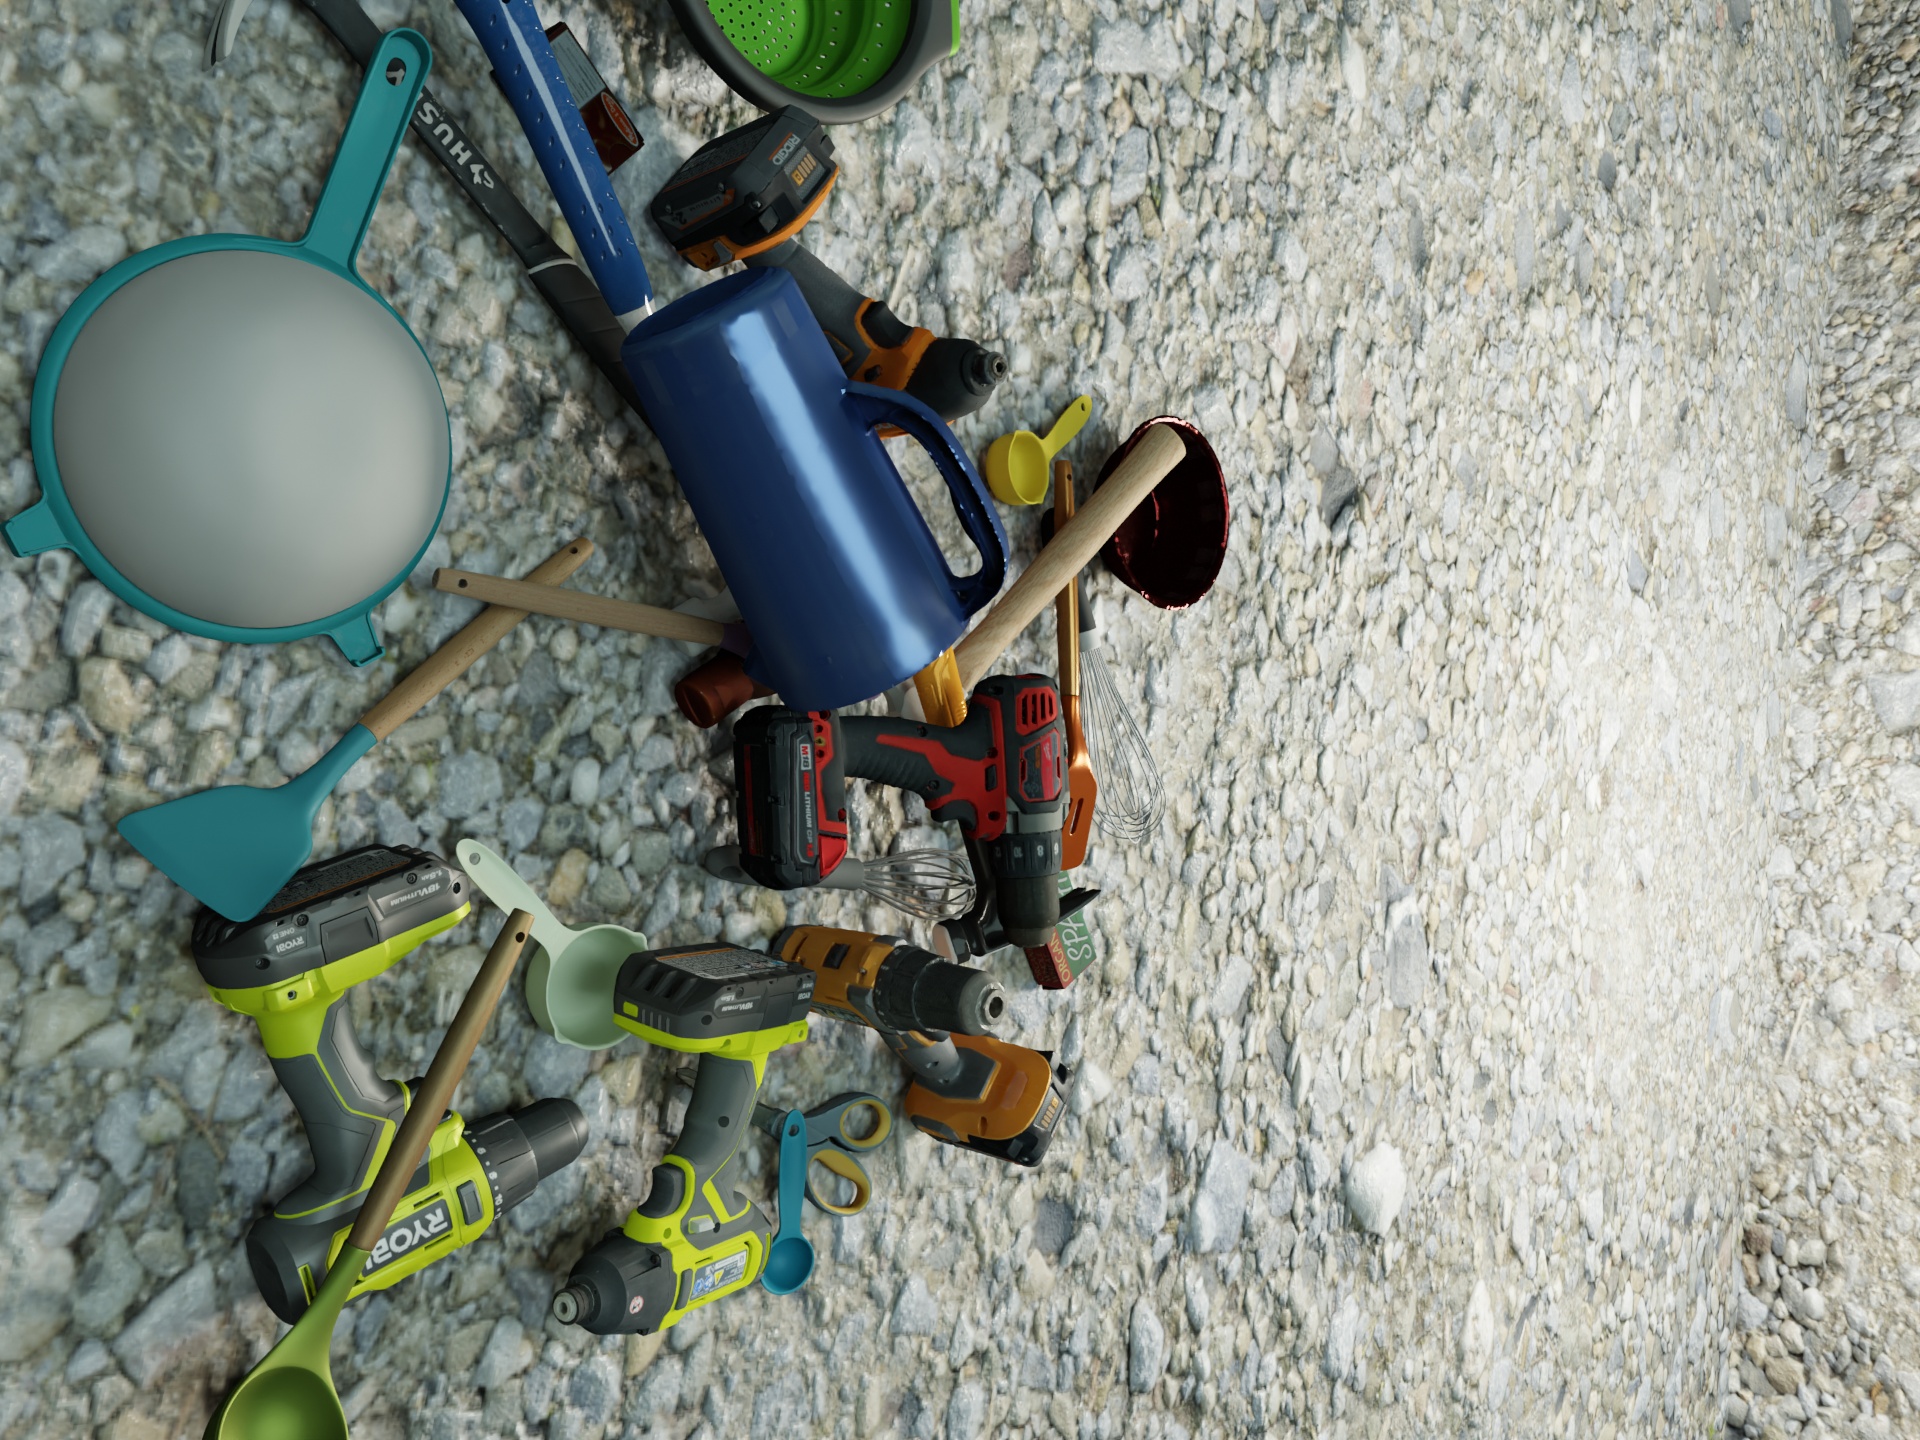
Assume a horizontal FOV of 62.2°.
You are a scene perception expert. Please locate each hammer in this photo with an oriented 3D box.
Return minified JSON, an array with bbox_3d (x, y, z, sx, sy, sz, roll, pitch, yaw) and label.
[{"bbox_3d":[-0.186,-0.240,0.949,0.144,0.035,0.405,-35,123,-21],"label":"hammer"},{"bbox_3d":[-0.002,-0.004,1.128,0.127,0.034,0.337,-19,97,-24],"label":"hammer"},{"bbox_3d":[0.066,-0.107,1.205,0.130,0.031,0.331,48,68,-16],"label":"hammer"},{"bbox_3d":[-0.257,-0.281,0.939,0.408,0.036,0.149,51,59,-33],"label":"hammer"}]

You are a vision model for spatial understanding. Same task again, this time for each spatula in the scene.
[{"bbox_3d":[0.078,-0.043,1.246,0.081,0.041,0.323,3,84,-44],"label":"spatula"},{"bbox_3d":[-0.310,-0.013,0.885,0.082,0.044,0.317,37,55,4],"label":"spatula"},{"bbox_3d":[-0.172,-0.060,0.989,0.315,0.018,0.060,9,91,-38],"label":"spatula"}]

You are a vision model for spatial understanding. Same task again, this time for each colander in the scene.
[{"bbox_3d":[-0.183,-0.463,0.972,0.397,0.094,0.204,-12,99,-37],"label":"colander"}]

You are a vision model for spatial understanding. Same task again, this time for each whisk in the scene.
[{"bbox_3d":[-0.078,0.110,1.122,0.238,0.055,0.055,11,83,-39],"label":"whisk"},{"bbox_3d":[0.110,-0.035,1.294,0.070,0.070,0.284,-24,103,-42],"label":"whisk"}]

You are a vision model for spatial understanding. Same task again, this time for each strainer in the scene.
[{"bbox_3d":[-0.322,-0.201,0.809,0.210,0.095,0.340,23,83,-42],"label":"strainer"}]

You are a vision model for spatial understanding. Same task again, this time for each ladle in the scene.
[{"bbox_3d":[-0.288,0.247,0.812,0.078,0.062,0.320,40,67,-46],"label":"ladle"}]

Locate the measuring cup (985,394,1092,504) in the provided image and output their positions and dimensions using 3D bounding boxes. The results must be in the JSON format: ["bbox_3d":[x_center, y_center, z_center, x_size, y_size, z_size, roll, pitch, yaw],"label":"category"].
[{"bbox_3d":[0.064,-0.222,1.271,0.156,0.029,0.062,-51,128,-45],"label":"measuring cup"}]

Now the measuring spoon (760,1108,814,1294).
[{"bbox_3d":[-0.121,0.328,1.093,0.042,0.021,0.128,2,93,-34],"label":"measuring spoon"}]

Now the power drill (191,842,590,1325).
[{"bbox_3d":[-0.308,0.189,0.873,0.190,0.080,0.228,-22,109,-41],"label":"power drill"}]

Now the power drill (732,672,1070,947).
[{"bbox_3d":[-0.029,0.066,1.058,0.226,0.080,0.188,-4,92,-26],"label":"power drill"}]

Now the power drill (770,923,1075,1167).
[{"bbox_3d":[-0.006,0.223,1.098,0.226,0.185,0.084,50,57,-37],"label":"power drill"}]

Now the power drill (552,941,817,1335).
[{"bbox_3d":[-0.169,0.257,0.975,0.171,0.080,0.223,5,96,-61],"label":"power drill"}]

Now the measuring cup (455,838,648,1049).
[{"bbox_3d":[-0.252,0.129,0.953,0.083,0.038,0.167,-53,123,-30],"label":"measuring cup"}]

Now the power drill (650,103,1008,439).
[{"bbox_3d":[-0.075,-0.277,1.030,0.226,0.164,0.084,48,61,-32],"label":"power drill"}]
